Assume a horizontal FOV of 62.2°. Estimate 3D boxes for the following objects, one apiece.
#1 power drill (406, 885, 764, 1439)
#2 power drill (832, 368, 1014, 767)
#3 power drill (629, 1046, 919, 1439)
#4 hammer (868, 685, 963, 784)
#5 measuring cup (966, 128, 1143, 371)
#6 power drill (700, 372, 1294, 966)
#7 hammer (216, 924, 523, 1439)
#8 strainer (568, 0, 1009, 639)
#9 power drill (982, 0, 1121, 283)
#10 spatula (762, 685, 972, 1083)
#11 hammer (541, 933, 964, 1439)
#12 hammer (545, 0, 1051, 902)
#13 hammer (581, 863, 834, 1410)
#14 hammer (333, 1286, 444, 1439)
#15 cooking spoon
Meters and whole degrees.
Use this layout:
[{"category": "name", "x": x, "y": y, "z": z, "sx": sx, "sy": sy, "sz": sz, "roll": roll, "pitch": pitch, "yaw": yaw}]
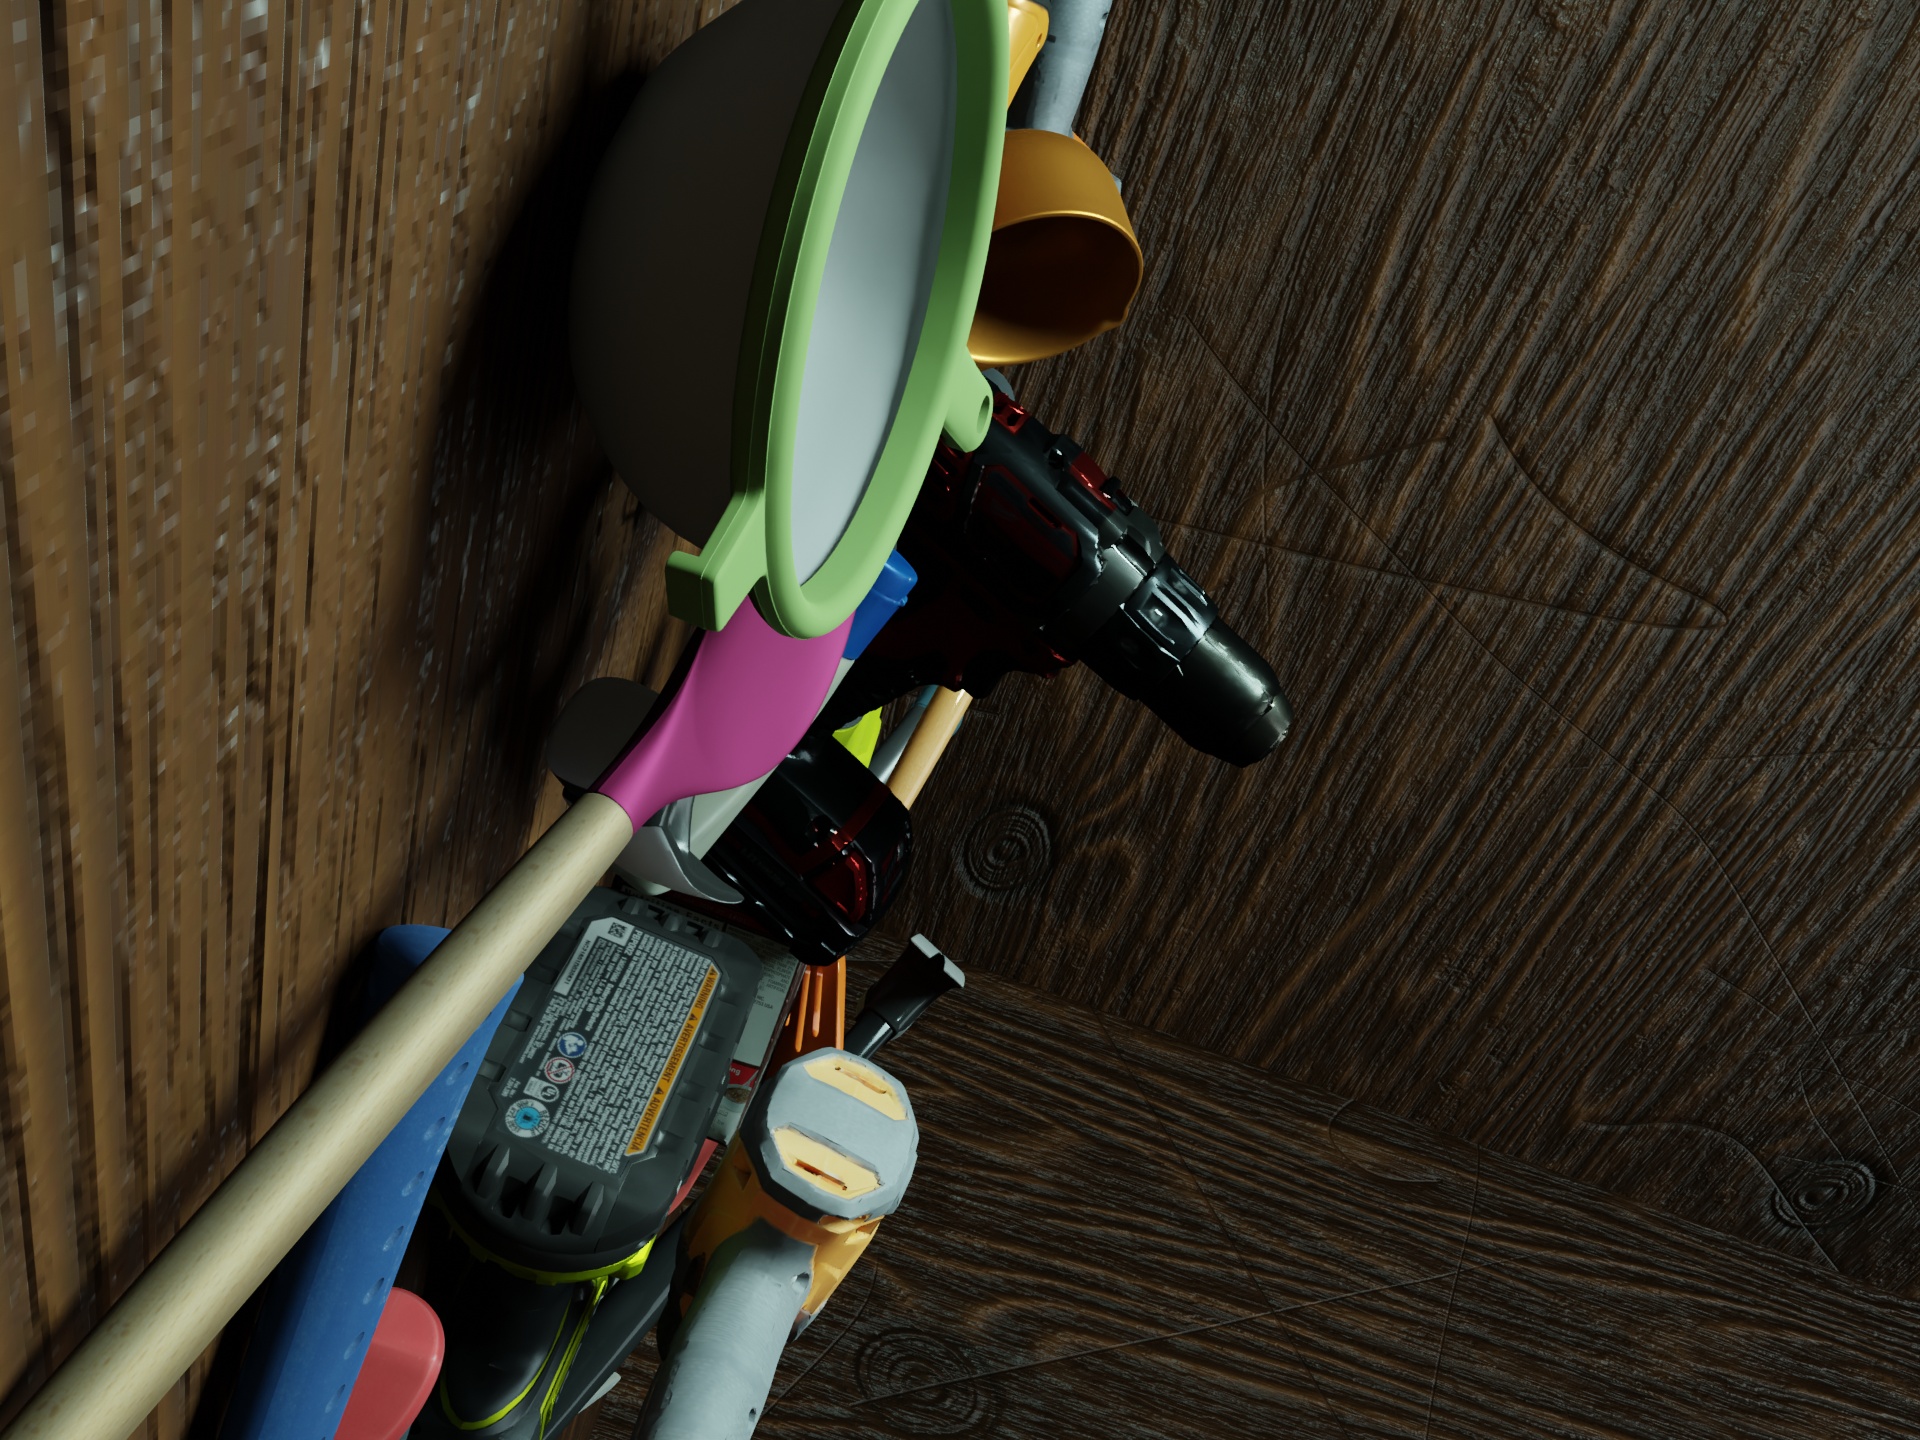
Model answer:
[{"category": "power drill", "x": -0.146, "y": 0.170, "z": 0.594, "sx": 0.171, "sy": 0.080, "sz": 0.223, "roll": -71, "pitch": -175, "yaw": -47}, {"category": "power drill", "x": -0.042, "y": -0.061, "z": 0.805, "sx": 0.228, "sy": 0.080, "sz": 0.191, "roll": -54, "pitch": -166, "yaw": 41}, {"category": "power drill", "x": -0.095, "y": 0.240, "z": 0.523, "sx": 0.185, "sy": 0.084, "sz": 0.226, "roll": -61, "pitch": -177, "yaw": 40}, {"category": "hammer", "x": -0.099, "y": 0.099, "z": 0.878, "sx": 0.331, "sy": 0.033, "sz": 0.128, "roll": -51, "pitch": 162, "yaw": -30}, {"category": "measuring cup", "x": -0.002, "y": -0.166, "z": 0.640, "sx": 0.173, "sy": 0.095, "sz": 0.052, "roll": -35, "pitch": -121, "yaw": 46}, {"category": "power drill", "x": -0.001, "y": -0.002, "z": 0.631, "sx": 0.226, "sy": 0.188, "sz": 0.080, "roll": -46, "pitch": -176, "yaw": 25}, {"category": "hammer", "x": -0.185, "y": 0.244, "z": 0.365, "sx": 0.144, "sy": 0.035, "sz": 0.405, "roll": -120, "pitch": -130, "yaw": -88}, {"category": "strainer", "x": -0.035, "y": -0.100, "z": 0.395, "sx": 0.256, "sy": 0.069, "sz": 0.151, "roll": -18, "pitch": 124, "yaw": -83}, {"category": "power drill", "x": 0.039, "y": -0.311, "z": 0.660, "sx": 0.164, "sy": 0.084, "sz": 0.226, "roll": -105, "pitch": -152, "yaw": -51}, {"category": "spatula", "x": -0.017, "y": 0.029, "z": 0.765, "sx": 0.081, "sy": 0.041, "sz": 0.323, "roll": -1, "pitch": -124, "yaw": 58}, {"category": "hammer", "x": -0.113, "y": 0.232, "z": 0.773, "sx": 0.335, "sy": 0.035, "sz": 0.146, "roll": -46, "pitch": 176, "yaw": -31}, {"category": "hammer", "x": -0.037, "y": -0.106, "z": 0.514, "sx": 0.127, "sy": 0.034, "sz": 0.337, "roll": 85, "pitch": 24, "yaw": -67}, {"category": "hammer", "x": -0.137, "y": 0.220, "z": 0.848, "sx": 0.359, "sy": 0.037, "sz": 0.149, "roll": -59, "pitch": 166, "yaw": 0}, {"category": "hammer", "x": -0.212, "y": 0.306, "z": 0.554, "sx": 0.143, "sy": 0.038, "sz": 0.386, "roll": -75, "pitch": -176, "yaw": -56}, {"category": "cooking spoon", "x": -0.091, "y": 0.037, "z": 0.345, "sx": 0.319, "sy": 0.017, "sz": 0.068, "roll": -57, "pitch": 148, "yaw": -47}]
